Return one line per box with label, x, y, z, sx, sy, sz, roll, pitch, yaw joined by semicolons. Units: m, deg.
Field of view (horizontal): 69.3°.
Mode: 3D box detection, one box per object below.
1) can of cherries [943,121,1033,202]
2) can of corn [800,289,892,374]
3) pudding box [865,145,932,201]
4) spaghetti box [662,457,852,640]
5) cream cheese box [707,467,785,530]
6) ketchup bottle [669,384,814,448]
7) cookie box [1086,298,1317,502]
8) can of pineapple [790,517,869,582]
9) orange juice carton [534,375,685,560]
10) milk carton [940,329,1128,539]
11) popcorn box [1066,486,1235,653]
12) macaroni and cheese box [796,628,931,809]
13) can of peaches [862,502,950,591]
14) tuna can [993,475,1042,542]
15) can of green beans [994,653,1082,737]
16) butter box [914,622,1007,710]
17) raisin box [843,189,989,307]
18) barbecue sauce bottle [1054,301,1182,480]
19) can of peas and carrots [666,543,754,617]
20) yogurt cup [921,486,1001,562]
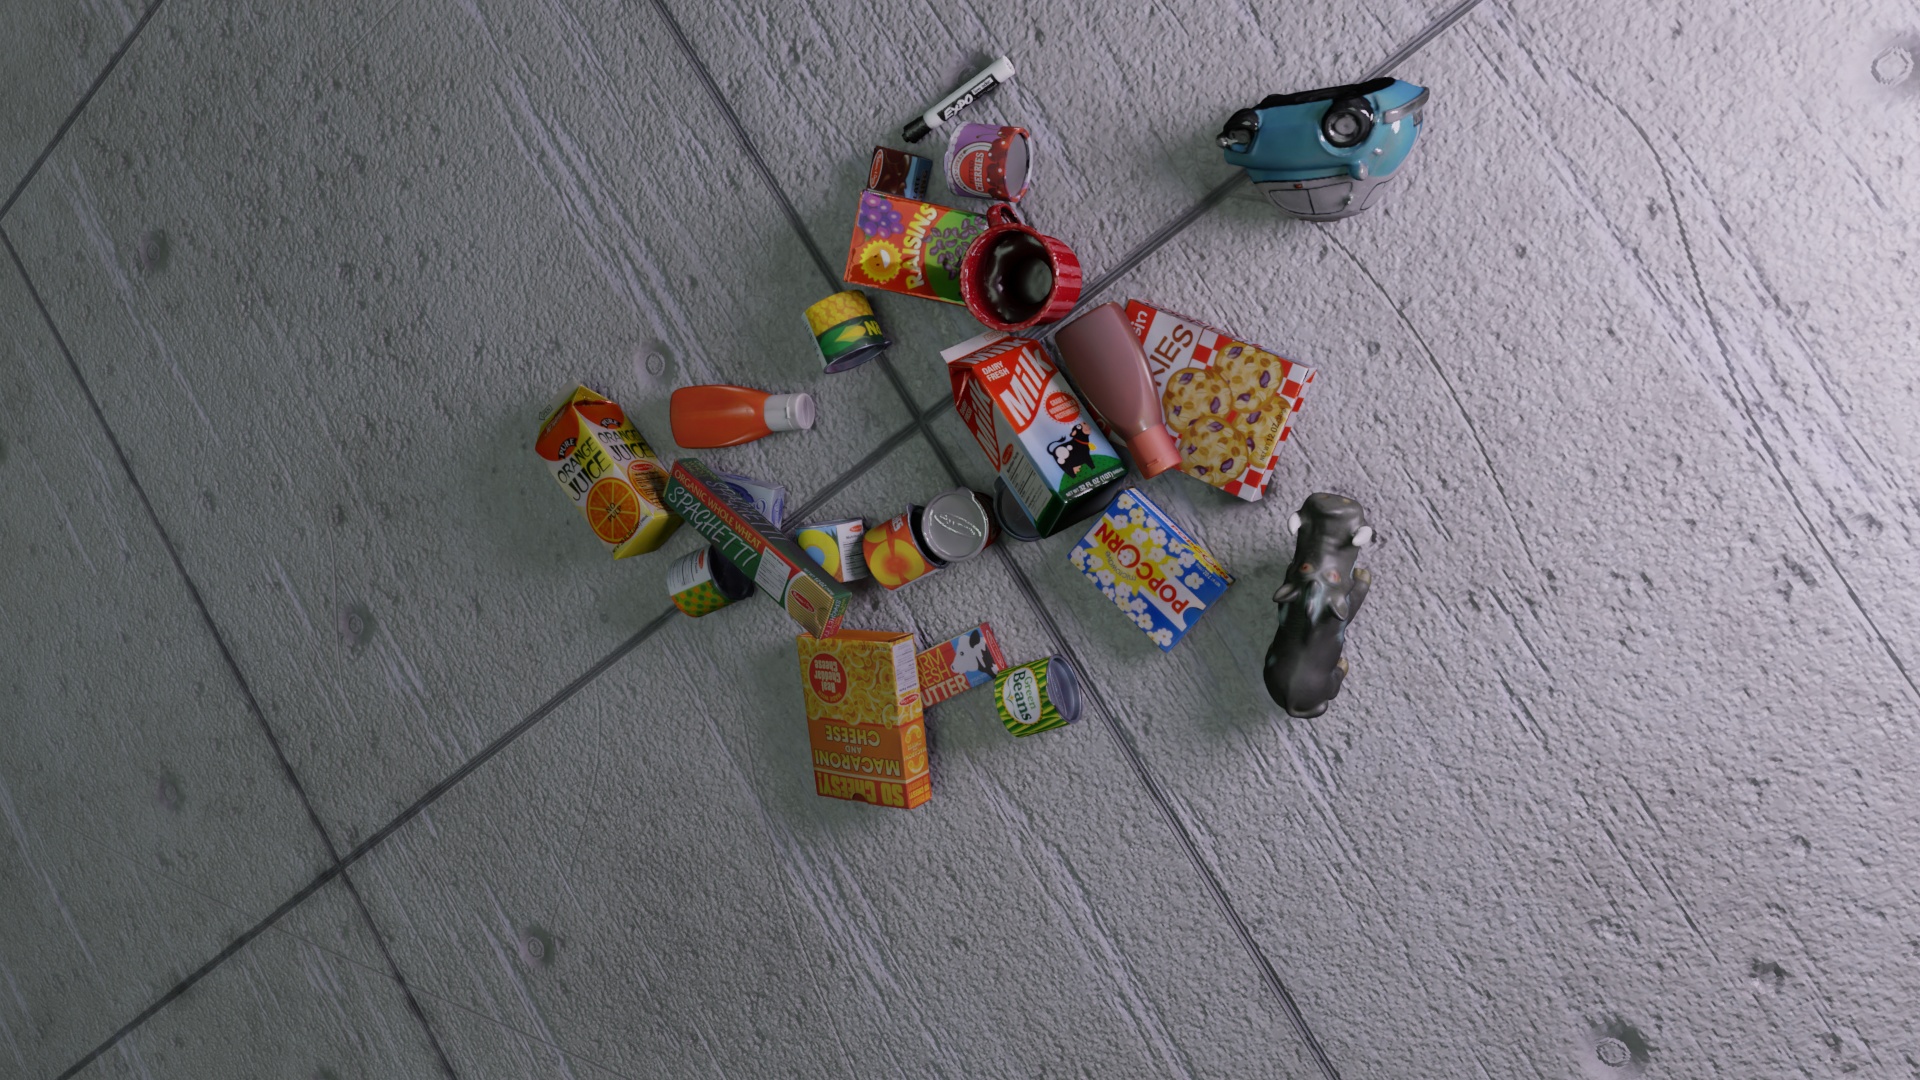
can of cherries;0.025;-0.335;1.235;0.058;0.071;0.071;13;102;22
can of corn;-0.109;-0.199;1.318;0.071;0.071;0.058;-26;86;25
pudding box;-0.062;-0.322;1.300;0.050;0.030;0.083;19;104;23
spaghetti box;-0.202;0.003;1.350;0.250;0.029;0.050;39;120;28
cream cheese box;-0.230;-0.039;1.417;0.104;0.024;0.053;13;104;23
ketchup bottle;-0.219;-0.126;1.390;0.149;0.044;0.064;-1;98;25
cookie box;0.202;-0.123;1.197;0.167;0.040;0.122;26;107;20
can of pineapple;-0.126;0.010;1.353;0.071;0.071;0.058;-6;95;25
orange juice carton;-0.372;-0.079;1.451;0.071;0.073;0.193;-43;78;23
milk carton;0.059;-0.106;1.227;0.191;0.072;0.073;56;155;16
popcorn box;0.168;0.025;1.234;0.127;0.038;0.085;45;111;14
macaroni and cheese box;-0.095;0.172;1.356;0.123;0.040;0.166;0;100;37
can of peaches;-0.052;0.006;1.317;0.058;0.071;0.071;-28;85;26
tuna can;0.065;-0.035;1.277;0.071;0.033;0.071;3;98;24
can of green beans;0.071;0.143;1.278;0.057;0.071;0.071;-19;89;26
butter box;-0.009;0.122;1.336;0.103;0.024;0.053;-27;85;25
raisin box;-0.037;-0.266;1.267;0.123;0.040;0.086;12;104;2
barbecue sauce bottle;0.139;-0.124;1.179;0.064;0.044;0.148;-29;86;26
can of peas and carrots;-0.255;0.041;1.418;0.058;0.071;0.071;-22;87;26
yogurt cup;0.005;-0.016;1.295;0.072;0.054;0.072;4;98;25
